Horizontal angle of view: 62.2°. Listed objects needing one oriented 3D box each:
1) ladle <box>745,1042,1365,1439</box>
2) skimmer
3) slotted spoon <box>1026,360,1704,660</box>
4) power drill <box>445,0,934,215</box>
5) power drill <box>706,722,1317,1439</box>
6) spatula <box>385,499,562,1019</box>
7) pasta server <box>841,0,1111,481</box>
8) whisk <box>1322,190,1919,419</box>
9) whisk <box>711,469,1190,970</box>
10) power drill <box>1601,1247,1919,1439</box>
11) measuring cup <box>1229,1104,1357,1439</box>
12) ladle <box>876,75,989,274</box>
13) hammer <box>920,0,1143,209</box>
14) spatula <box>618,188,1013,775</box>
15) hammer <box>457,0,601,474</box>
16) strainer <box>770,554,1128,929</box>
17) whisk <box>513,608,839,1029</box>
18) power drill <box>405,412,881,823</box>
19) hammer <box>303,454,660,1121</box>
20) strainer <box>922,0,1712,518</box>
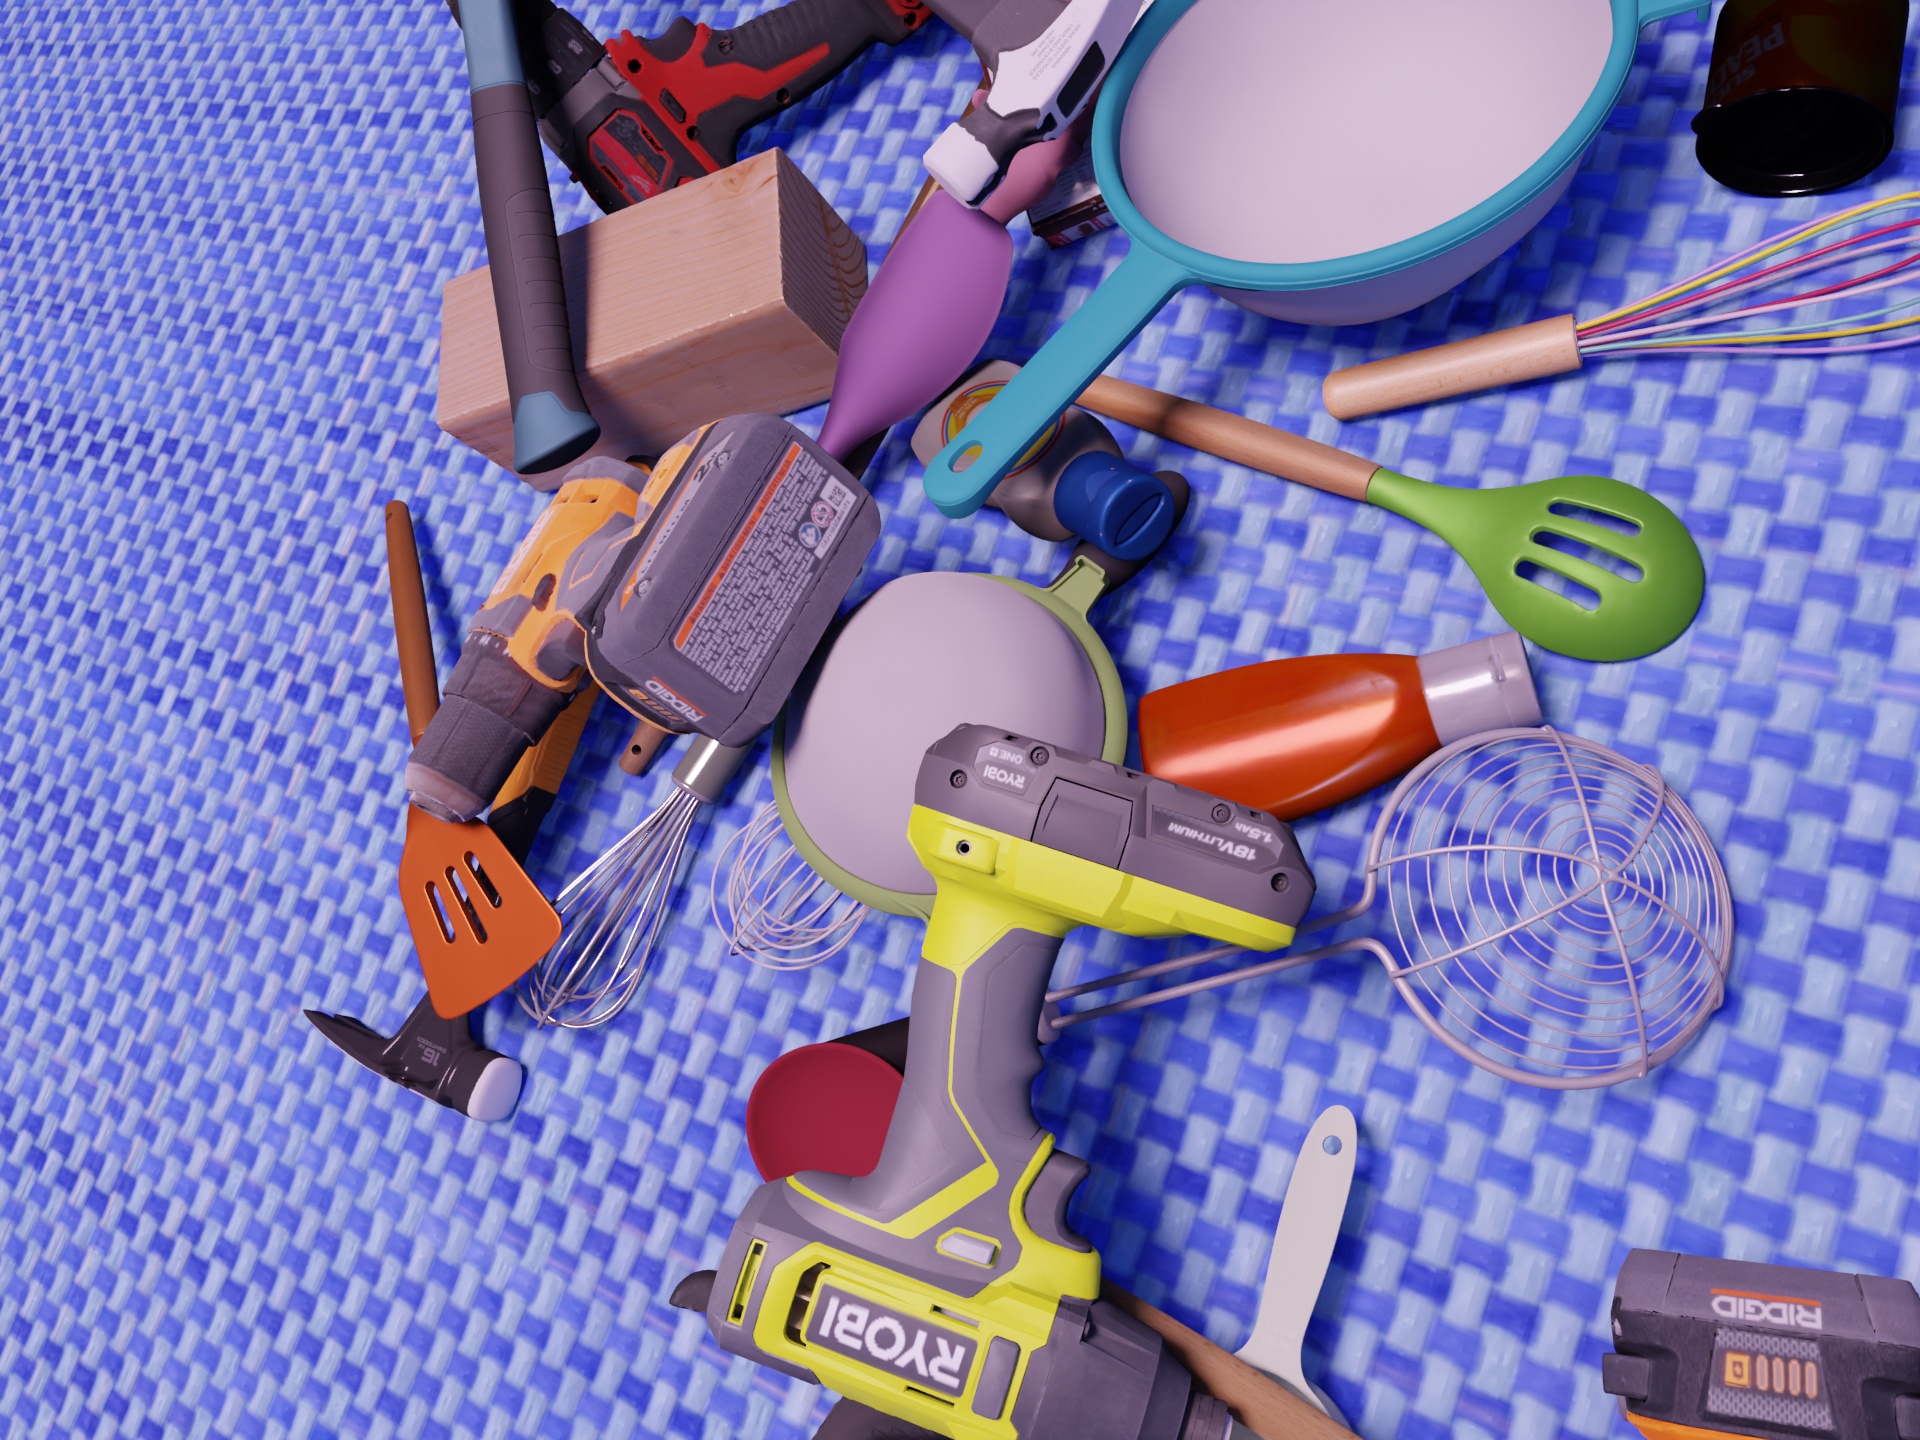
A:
[{"bbox_3d":[0.042,0.203,0.572,0.316,0.031,0.069,22,83,35],"label":"ladle"},{"bbox_3d":[0.098,0.102,0.614,0.363,0.090,0.127,-21,68,31],"label":"skimmer"},{"bbox_3d":[0.149,-0.104,0.662,0.314,0.031,0.070,27,89,33],"label":"slotted spoon"},{"bbox_3d":[-0.131,-0.369,0.814,0.226,0.187,0.080,-41,24,7],"label":"power drill"},{"bbox_3d":[0.031,0.126,0.529,0.171,0.080,0.223,17,87,9],"label":"power drill"},{"bbox_3d":[-0.265,-0.002,0.807,0.081,0.041,0.323,-36,49,15],"label":"spatula"},{"bbox_3d":[-0.020,-0.179,0.737,0.060,0.040,0.316,33,103,8],"label":"pasta server"},{"bbox_3d":[0.260,-0.156,0.613,0.245,0.047,0.051,-9,70,28],"label":"whisk"},{"bbox_3d":[-0.001,-0.002,0.687,0.284,0.070,0.070,-47,58,0],"label":"whisk"},{"bbox_3d":[0.216,0.263,0.419,0.084,0.164,0.227,-2,70,27],"label":"power drill"},{"bbox_3d":[0.117,0.220,0.561,0.083,0.038,0.168,10,72,32],"label":"measuring cup"},{"bbox_3d":[0.031,-0.356,0.794,0.078,0.062,0.320,29,90,32],"label":"ladle"},{"bbox_3d":[-0.057,-0.377,0.711,0.146,0.035,0.335,-48,70,7],"label":"hammer"},{"bbox_3d":[-0.075,-0.099,0.744,0.060,0.018,0.316,37,106,6],"label":"spatula"},{"bbox_3d":[-0.215,-0.284,0.752,0.128,0.033,0.331,-8,90,11],"label":"hammer"},{"bbox_3d":[-0.010,0.045,0.604,0.151,0.069,0.257,-10,65,12],"label":"strainer"},{"bbox_3d":[-0.130,0.040,0.748,0.058,0.059,0.246,33,85,-5],"label":"whisk"},{"bbox_3d":[-0.151,-0.036,0.678,0.226,0.084,0.185,1,58,54],"label":"power drill"},{"bbox_3d":[-0.218,0.021,0.804,0.127,0.034,0.337,15,80,30],"label":"hammer"},{"bbox_3d":[0.123,-0.192,0.654,0.340,0.095,0.211,-46,54,0],"label":"strainer"}]
